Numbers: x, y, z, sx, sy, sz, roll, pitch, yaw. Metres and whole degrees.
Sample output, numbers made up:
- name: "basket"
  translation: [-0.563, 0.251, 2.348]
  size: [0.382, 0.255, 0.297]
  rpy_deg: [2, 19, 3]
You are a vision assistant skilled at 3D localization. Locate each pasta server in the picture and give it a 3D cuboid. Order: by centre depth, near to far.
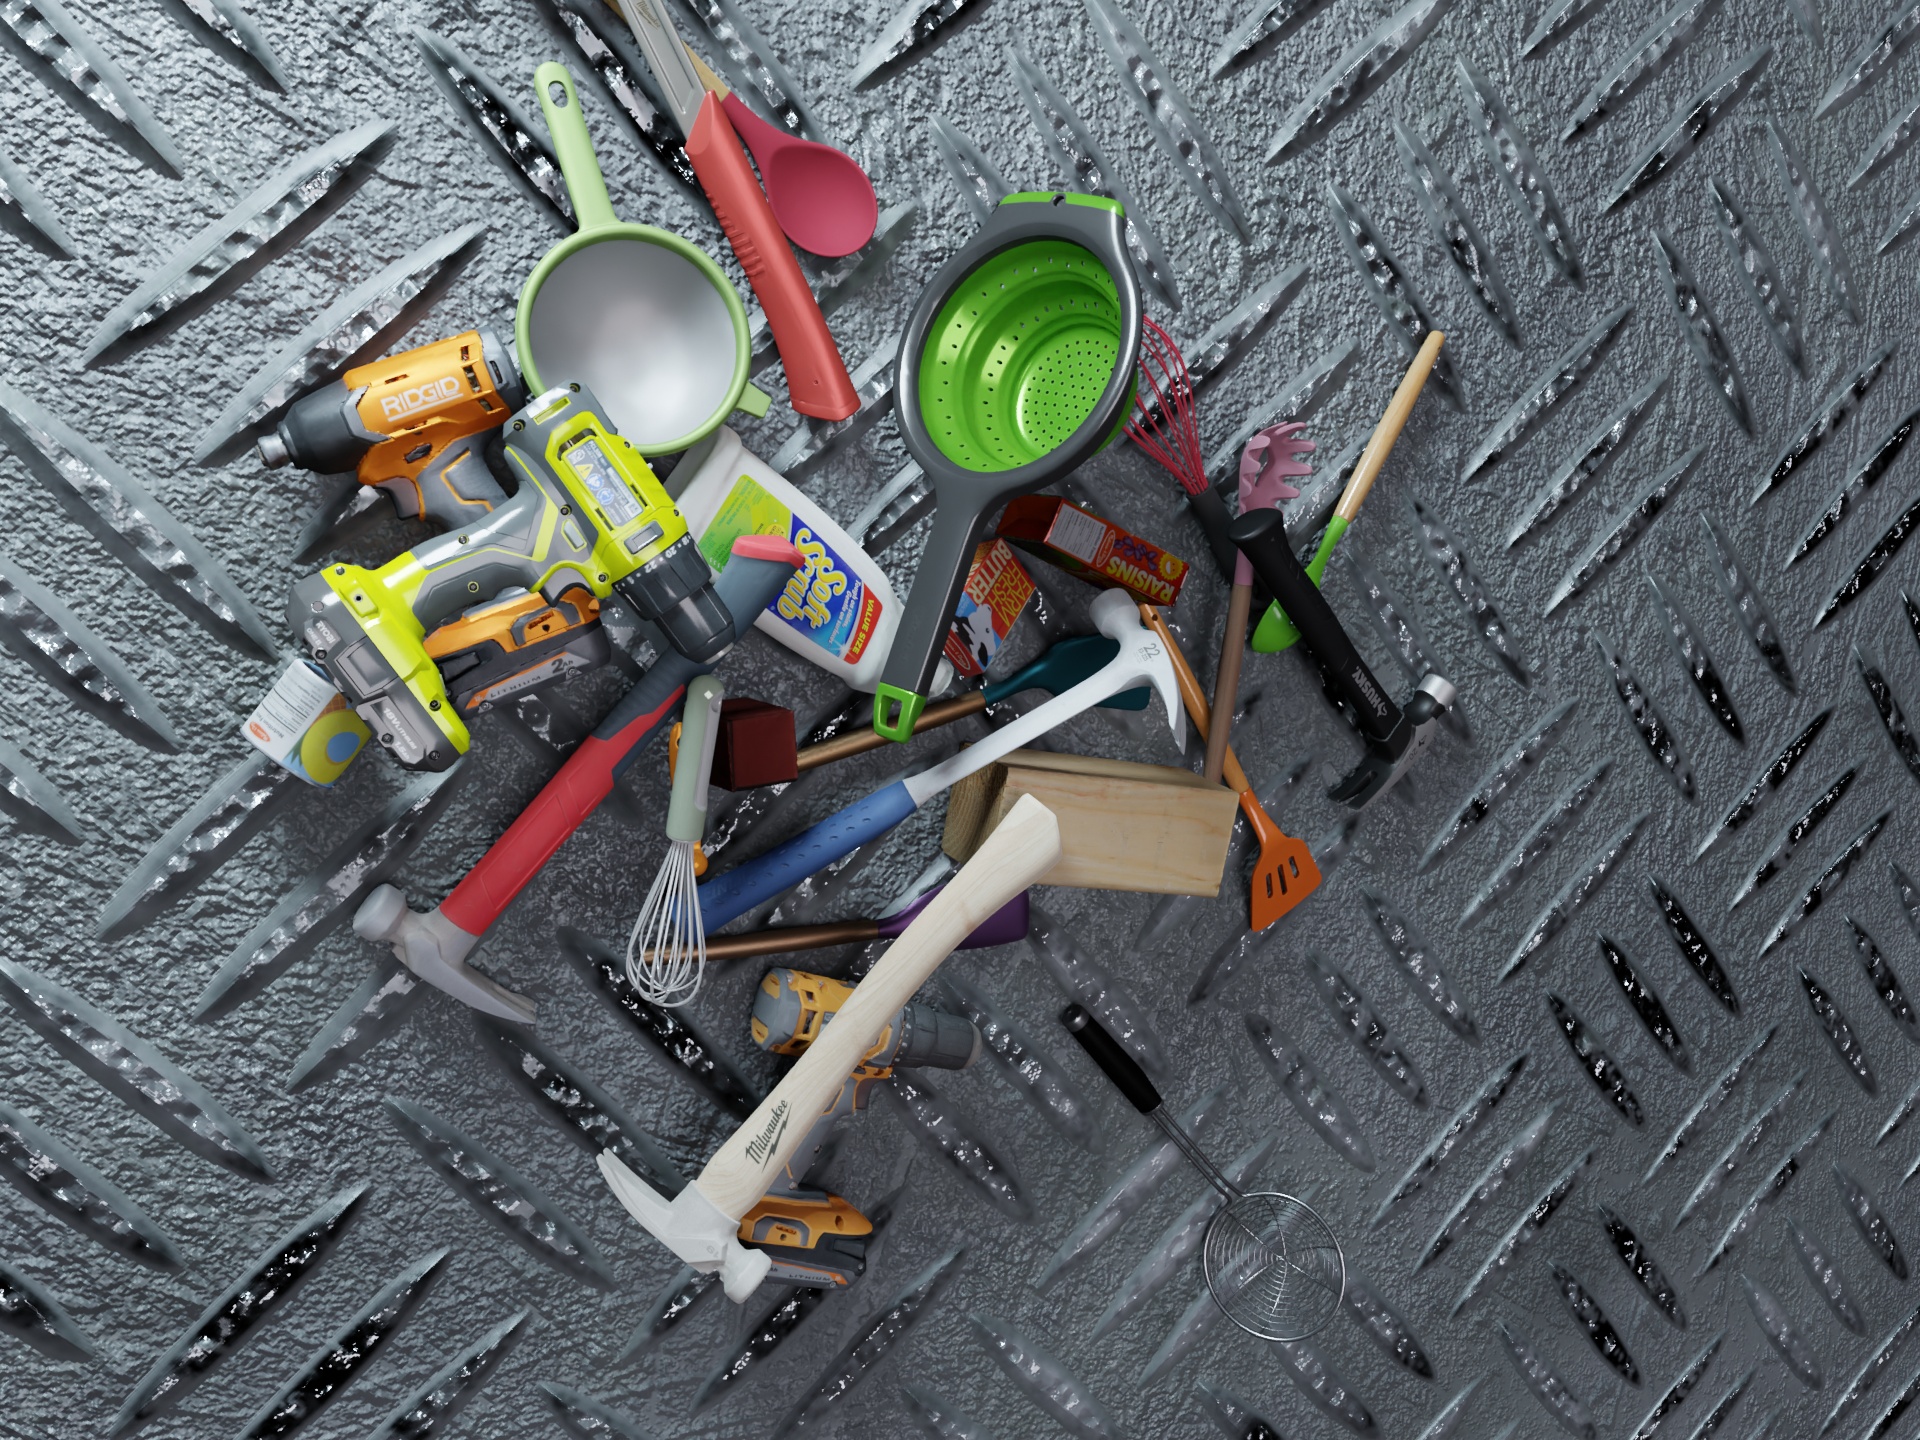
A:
- name: "pasta server"
  translation: [0.225, -0.080, 1.264]
  size: [0.060, 0.040, 0.316]
  rpy_deg: [-3, 107, -37]

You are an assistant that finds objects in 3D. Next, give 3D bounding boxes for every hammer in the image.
- name: "hammer"
  translation: [-0.148, -0.367, 1.054]
  size: [0.149, 0.037, 0.358]
  rpy_deg: [-24, 115, 7]
- name: "hammer"
  translation: [-0.231, 0.035, 1.083]
  size: [0.143, 0.038, 0.386]
  rpy_deg: [40, 94, -26]
- name: "hammer"
  translation: [-0.080, 0.212, 1.141]
  size: [0.146, 0.038, 0.410]
  rpy_deg: [40, 87, 1]
- name: "hammer"
  translation: [-0.025, 0.051, 1.148]
  size: [0.405, 0.144, 0.035]
  rpy_deg: [-29, 141, 0]
- name: "hammer"
  translation: [0.300, -0.056, 1.294]
  size: [0.146, 0.035, 0.334]
  rpy_deg: [-52, 131, -8]

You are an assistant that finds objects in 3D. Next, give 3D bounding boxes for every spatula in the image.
- name: "spatula"
  translation: [-0.002, -0.004, 1.210]
  size: [0.317, 0.044, 0.082]
  rpy_deg: [-19, 130, -18]
- name: "spatula"
  translation: [-0.089, 0.161, 1.219]
  size: [0.315, 0.018, 0.059]
  rpy_deg: [-5, 100, -23]
- name: "spatula"
  translation: [0.220, 0.037, 1.332]
  size: [0.081, 0.041, 0.322]
  rpy_deg: [-34, 108, -14]

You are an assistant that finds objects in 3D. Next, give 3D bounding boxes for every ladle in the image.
- name: "ladle"
  translation: [-0.178, -0.430, 1.054]
  size: [0.315, 0.031, 0.069]
  rpy_deg: [41, 93, -23]

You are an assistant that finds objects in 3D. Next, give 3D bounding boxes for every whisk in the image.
- name: "whisk"
  translation: [-0.188, 0.085, 1.079]
  size: [0.059, 0.058, 0.246]
  rpy_deg: [17, 109, 16]
- name: "whisk"
  translation: [0.178, -0.197, 1.247]
  size: [0.073, 0.073, 0.295]
  rpy_deg: [-42, 121, -11]

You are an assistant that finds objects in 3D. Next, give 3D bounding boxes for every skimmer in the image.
- name: "skimmer"
  translation: [0.198, 0.386, 1.354]
  size: [0.127, 0.090, 0.363]
  rpy_deg: [-32, 113, 19]

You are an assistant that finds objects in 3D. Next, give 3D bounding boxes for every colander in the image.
- name: "colander"
  translation: [0.033, -0.168, 1.129]
  size: [0.094, 0.205, 0.397]
  rpy_deg: [19, 89, -53]

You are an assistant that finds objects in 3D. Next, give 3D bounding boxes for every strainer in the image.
- name: "strainer"
  translation: [-0.234, -0.294, 1.043]
  size: [0.151, 0.069, 0.256]
  rpy_deg: [-19, 95, -20]

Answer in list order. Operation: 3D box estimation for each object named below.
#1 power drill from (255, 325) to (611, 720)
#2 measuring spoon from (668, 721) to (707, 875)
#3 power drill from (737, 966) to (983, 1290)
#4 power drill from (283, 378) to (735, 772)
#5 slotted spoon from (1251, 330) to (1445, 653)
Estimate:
- name: "power drill"
  translation: [-0.334, -0.120, 1.021]
  size: [0.164, 0.084, 0.226]
  rpy_deg: [-23, 105, -16]
- name: "measuring spoon"
  translation: [-0.197, 0.059, 1.154]
  size: [0.021, 0.011, 0.117]
  rpy_deg: [-9, 104, -22]
- name: "power drill"
  translation: [-0.089, 0.312, 1.220]
  size: [0.185, 0.084, 0.226]
  rpy_deg: [16, 89, -26]
- name: "power drill"
  translation: [-0.266, -0.070, 0.968]
  size: [0.228, 0.080, 0.190]
  rpy_deg: [-38, 105, -14]
- name: "slotted spoon"
  translation: [0.329, -0.190, 1.325]
  size: [0.314, 0.031, 0.070]
  rpy_deg: [-61, 151, -6]
